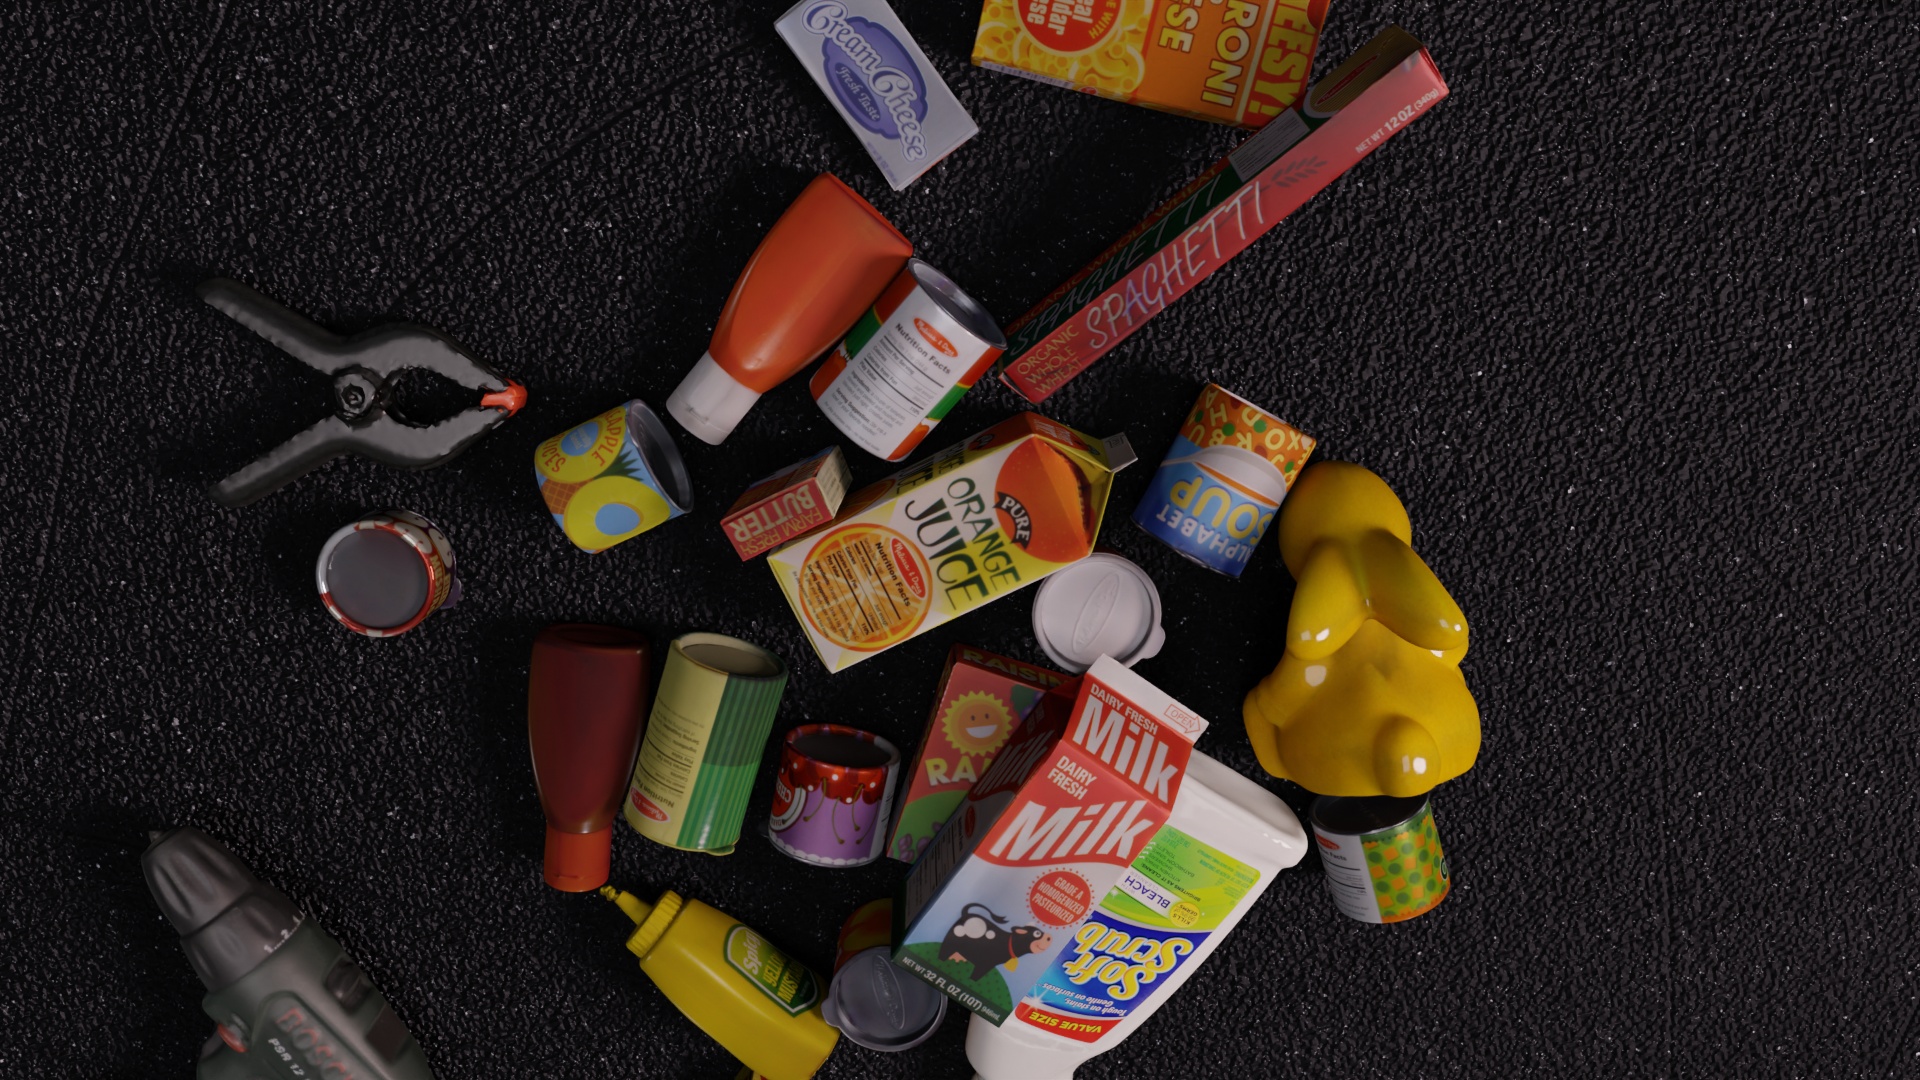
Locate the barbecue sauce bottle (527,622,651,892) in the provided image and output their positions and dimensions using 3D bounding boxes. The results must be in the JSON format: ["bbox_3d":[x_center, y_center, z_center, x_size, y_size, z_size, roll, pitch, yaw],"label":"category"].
[{"bbox_3d":[-0.211,0.123,0.779,0.065,0.044,0.148,7,104,-2],"label":"barbecue sauce bottle"}]

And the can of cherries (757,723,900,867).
[{"bbox_3d":[-0.073,0.140,0.771,0.071,0.071,0.058,11,103,-3],"label":"can of cherries"}]

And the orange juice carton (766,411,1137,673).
[{"bbox_3d":[0.003,-0.009,0.735,0.192,0.072,0.073,-25,102,6],"label":"orange juice carton"}]

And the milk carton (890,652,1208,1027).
[{"bbox_3d":[0.046,0.151,0.730,0.072,0.073,0.190,34,101,-9],"label":"milk carton"}]

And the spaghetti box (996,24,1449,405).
[{"bbox_3d":[0.120,-0.156,0.686,0.249,0.050,0.028,-36,116,20],"label":"spaghetti box"}]

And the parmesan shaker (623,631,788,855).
[{"bbox_3d":[-0.137,0.110,0.763,0.071,0.071,0.102,18,102,-4],"label":"parmesan shaker"}]

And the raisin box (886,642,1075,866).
[{"bbox_3d":[0.017,0.129,0.784,0.086,0.040,0.123,18,104,-4],"label":"raisin box"}]

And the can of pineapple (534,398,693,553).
[{"bbox_3d":[-0.182,-0.035,0.730,0.058,0.071,0.071,-24,102,6],"label":"can of pineapple"}]

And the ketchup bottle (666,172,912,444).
[{"bbox_3d":[-0.094,-0.116,0.724,0.064,0.043,0.148,40,100,-11],"label":"ketchup bottle"}]

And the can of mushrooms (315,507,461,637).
[{"bbox_3d":[-0.312,0.018,0.760,0.071,0.033,0.071,0,102,0],"label":"can of mushrooms"}]

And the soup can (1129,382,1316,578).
[{"bbox_3d":[0.138,-0.031,0.730,0.071,0.071,0.083,27,102,-6],"label":"soup can"}]

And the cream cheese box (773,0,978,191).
[{"bbox_3d":[-0.042,-0.235,0.706,0.053,0.024,0.103,-36,101,7],"label":"cream cheese box"}]

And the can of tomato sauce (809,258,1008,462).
[{"bbox_3d":[-0.027,-0.092,0.715,0.071,0.071,0.083,40,109,-9],"label":"can of tomato sauce"}]

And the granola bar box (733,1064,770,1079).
[{"bbox_3d":[-0.089,0.406,0.848,0.165,0.039,0.124,32,101,-8],"label":"granola bar box"}]

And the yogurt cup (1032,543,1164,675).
[{"bbox_3d":[0.072,0.034,0.754,0.072,0.054,0.072,0,103,0],"label":"yogurt cup"}]

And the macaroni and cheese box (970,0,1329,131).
[{"bbox_3d":[0.099,-0.280,0.688,0.166,0.040,0.123,13,104,-3],"label":"macaroni and cheese box"}]

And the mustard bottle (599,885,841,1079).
[{"bbox_3d":[-0.141,0.246,0.799,0.160,0.065,0.048,37,105,-4],"label":"mustard bottle"}]

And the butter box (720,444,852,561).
[{"bbox_3d":[-0.087,-0.021,0.715,0.053,0.104,0.024,-25,102,7],"label":"butter box"}]

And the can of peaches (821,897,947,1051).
[{"bbox_3d":[-0.043,0.249,0.802,0.071,0.058,0.071,0,104,0],"label":"can of peaches"}]

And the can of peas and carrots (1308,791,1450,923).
[{"bbox_3d":[0.238,0.171,0.781,0.071,0.071,0.058,-17,104,4],"label":"can of peas and carrots"}]
